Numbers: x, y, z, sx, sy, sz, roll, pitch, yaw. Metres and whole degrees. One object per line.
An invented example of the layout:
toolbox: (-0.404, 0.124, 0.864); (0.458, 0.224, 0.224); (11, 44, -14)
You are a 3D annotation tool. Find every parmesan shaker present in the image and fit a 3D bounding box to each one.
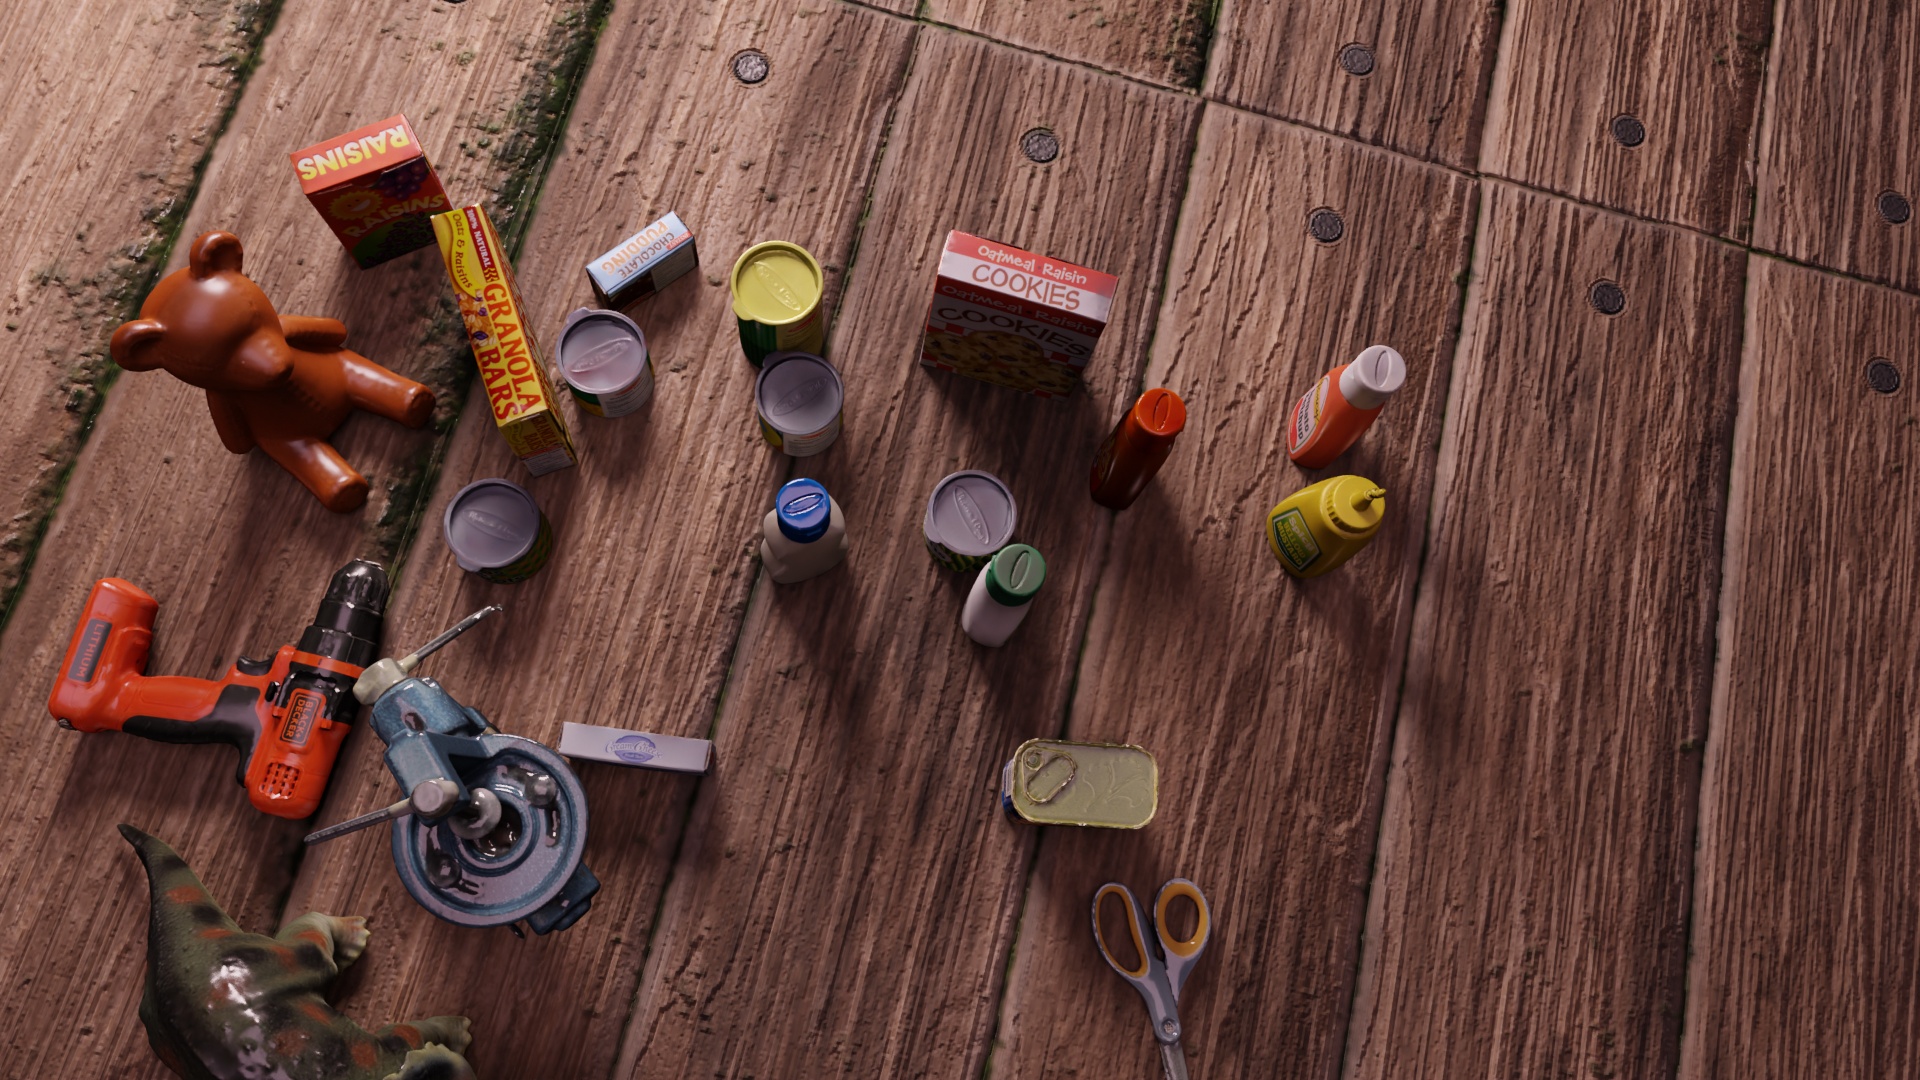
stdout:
parmesan shaker: (-0.139, -0.172, 1.047); (0.071, 0.103, 0.071); (2, 76, -6)

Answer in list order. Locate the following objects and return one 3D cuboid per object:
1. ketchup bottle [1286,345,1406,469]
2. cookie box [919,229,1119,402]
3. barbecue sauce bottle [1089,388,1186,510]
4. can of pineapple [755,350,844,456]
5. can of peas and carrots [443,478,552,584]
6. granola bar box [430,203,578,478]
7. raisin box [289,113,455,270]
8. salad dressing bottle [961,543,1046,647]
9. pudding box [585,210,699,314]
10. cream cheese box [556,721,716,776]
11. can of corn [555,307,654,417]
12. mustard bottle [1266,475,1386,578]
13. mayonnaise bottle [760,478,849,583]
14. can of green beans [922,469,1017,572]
ketchup bottle: (0.292, -0.104, 1.053); (0.043, 0.148, 0.065); (14, 75, -2)
cookie box: (0.039, -0.163, 1.031); (0.123, 0.167, 0.040); (15, 75, -2)
barbecue sauce bottle: (0.132, -0.071, 1.027); (0.044, 0.148, 0.065); (18, 75, -1)
can of pineapple: (-0.122, -0.104, 1.055); (0.071, 0.057, 0.071); (2, 75, -6)
can of peas and carrots: (-0.334, -0.003, 1.005); (0.071, 0.058, 0.071); (2, 75, -6)
granola bar box: (-0.328, -0.142, 1.008); (0.039, 0.124, 0.166); (-19, 78, -10)
raisin box: (-0.429, -0.255, 1.027); (0.086, 0.123, 0.040); (-24, 80, -11)
salad dressing bottle: (0.031, 0.037, 0.988); (0.044, 0.147, 0.064); (22, 75, 0)
pudding box: (-0.245, -0.213, 1.074); (0.084, 0.049, 0.030); (-38, 82, -14)
cream cheese box: (-0.227, 0.148, 0.979); (0.104, 0.053, 0.024); (8, 75, -4)
can of corn: (-0.268, -0.134, 1.047); (0.071, 0.058, 0.071); (2, 75, -6)
mustard bottle: (0.274, -0.016, 1.022); (0.049, 0.160, 0.065); (-25, 80, -11)
mayonnaise bottle: (-0.111, -0.007, 0.984); (0.065, 0.147, 0.041); (-22, 79, -11)
can of green beans: (0.006, -0.014, 1.045); (0.071, 0.057, 0.071); (2, 75, -6)
